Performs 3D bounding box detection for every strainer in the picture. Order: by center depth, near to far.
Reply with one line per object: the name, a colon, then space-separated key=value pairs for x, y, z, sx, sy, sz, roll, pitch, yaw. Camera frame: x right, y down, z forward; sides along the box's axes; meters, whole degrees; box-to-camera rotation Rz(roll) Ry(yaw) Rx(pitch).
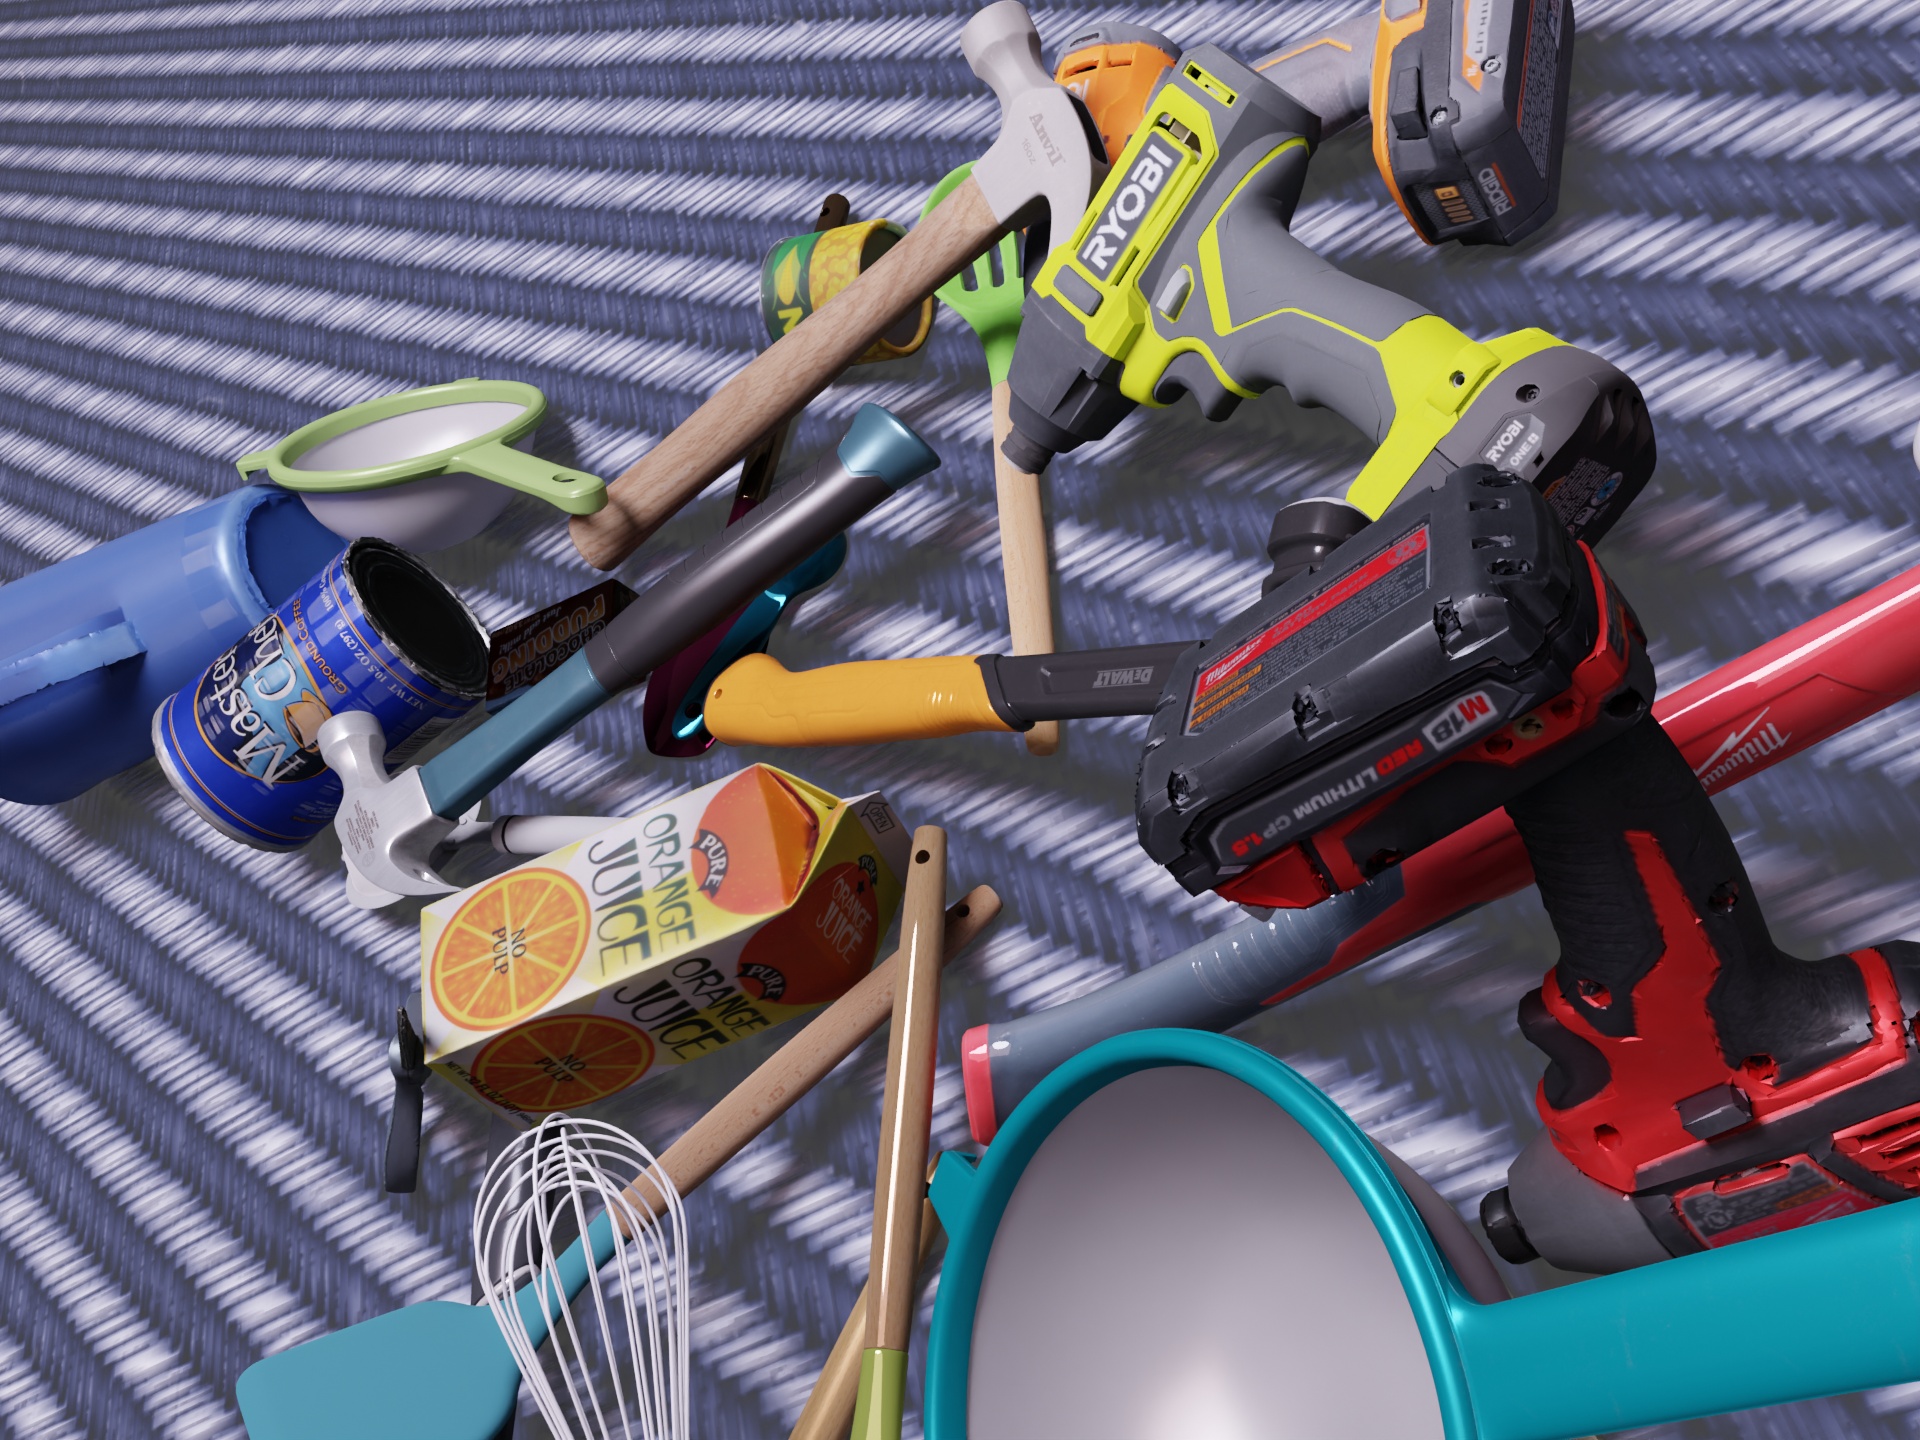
strainer: x=0.120 y=0.165 z=0.387 sx=0.340 sy=0.095 sz=0.211 roll=-38 pitch=49 yaw=43
strainer: x=-0.222 y=0.052 z=0.763 sx=0.258 sy=0.050 sz=0.087 roll=-1 pitch=51 yaw=30
strainer: x=-0.259 y=-0.119 z=0.845 sx=0.256 sy=0.069 sz=0.151 roll=21 pitch=41 yaw=41

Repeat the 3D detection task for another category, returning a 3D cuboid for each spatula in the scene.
spatula: x=-0.107 y=0.163 z=0.577 sx=0.317 sy=0.044 sz=0.082 roll=-41 pitch=56 yaw=-11

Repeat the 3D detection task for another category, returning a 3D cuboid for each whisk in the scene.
whisk: x=-0.096 y=0.265 z=0.504 sx=0.070 sy=0.070 sz=0.285 roll=-20 pitch=80 yaw=24

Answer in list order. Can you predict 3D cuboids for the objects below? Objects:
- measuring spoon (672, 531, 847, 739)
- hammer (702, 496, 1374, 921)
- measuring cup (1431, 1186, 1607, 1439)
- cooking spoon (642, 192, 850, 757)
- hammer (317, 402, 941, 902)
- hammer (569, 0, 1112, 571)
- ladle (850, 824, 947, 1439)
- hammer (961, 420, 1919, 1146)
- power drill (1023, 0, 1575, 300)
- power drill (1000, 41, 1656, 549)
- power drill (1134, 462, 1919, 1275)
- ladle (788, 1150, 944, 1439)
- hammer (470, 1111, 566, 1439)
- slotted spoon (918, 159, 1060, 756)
measuring spoon: x=-0.098 y=-0.048 z=0.731 sx=0.042 sy=0.021 sz=0.129 roll=25 pitch=74 yaw=24
hammer: x=-0.001 y=-0.002 z=0.590 sx=0.337 sy=0.034 sz=0.127 roll=-2 pitch=63 yaw=51
measuring cup: x=0.160 y=0.194 z=0.430 sx=0.083 sy=0.038 sz=0.168 roll=-37 pitch=53 yaw=11
cooking spoon: x=-0.099 y=-0.130 z=0.791 sx=0.069 sy=0.017 sz=0.319 roll=0 pitch=66 yaw=33
hammer: x=-0.150 y=-0.032 z=0.706 sx=0.331 sy=0.033 sz=0.128 roll=-35 pitch=62 yaw=13
hammer: x=-0.067 y=-0.163 z=0.724 sx=0.331 sy=0.031 sz=0.130 roll=-33 pitch=76 yaw=31
ladle: x=-0.018 y=0.188 z=0.541 sx=0.078 sy=0.062 sz=0.320 roll=-7 pitch=60 yaw=20
hammer: x=0.159 y=0.052 z=0.486 sx=0.386 sy=0.143 sz=0.038 roll=-34 pitch=36 yaw=28
power drill: x=0.125 y=-0.232 z=0.661 sx=0.226 sy=0.084 sz=0.164 roll=-2 pitch=67 yaw=37
power drill: x=0.112 y=-0.113 z=0.568 sx=0.223 sy=0.080 sz=0.171 roll=51 pitch=120 yaw=32
power drill: x=0.151 y=0.057 z=0.406 sx=0.143 sy=0.219 sz=0.079 roll=-36 pitch=16 yaw=31
ladle: x=-0.071 y=0.295 z=0.539 sx=0.069 sy=0.031 sz=0.315 roll=16 pitch=73 yaw=38
hammer: x=-0.180 y=0.243 z=0.612 sx=0.149 sy=0.036 sz=0.409 roll=-21 pitch=50 yaw=24
slotted spoon: x=0.022 y=-0.125 z=0.704 sx=0.070 sy=0.031 sz=0.314 roll=-11 pitch=61 yaw=13
